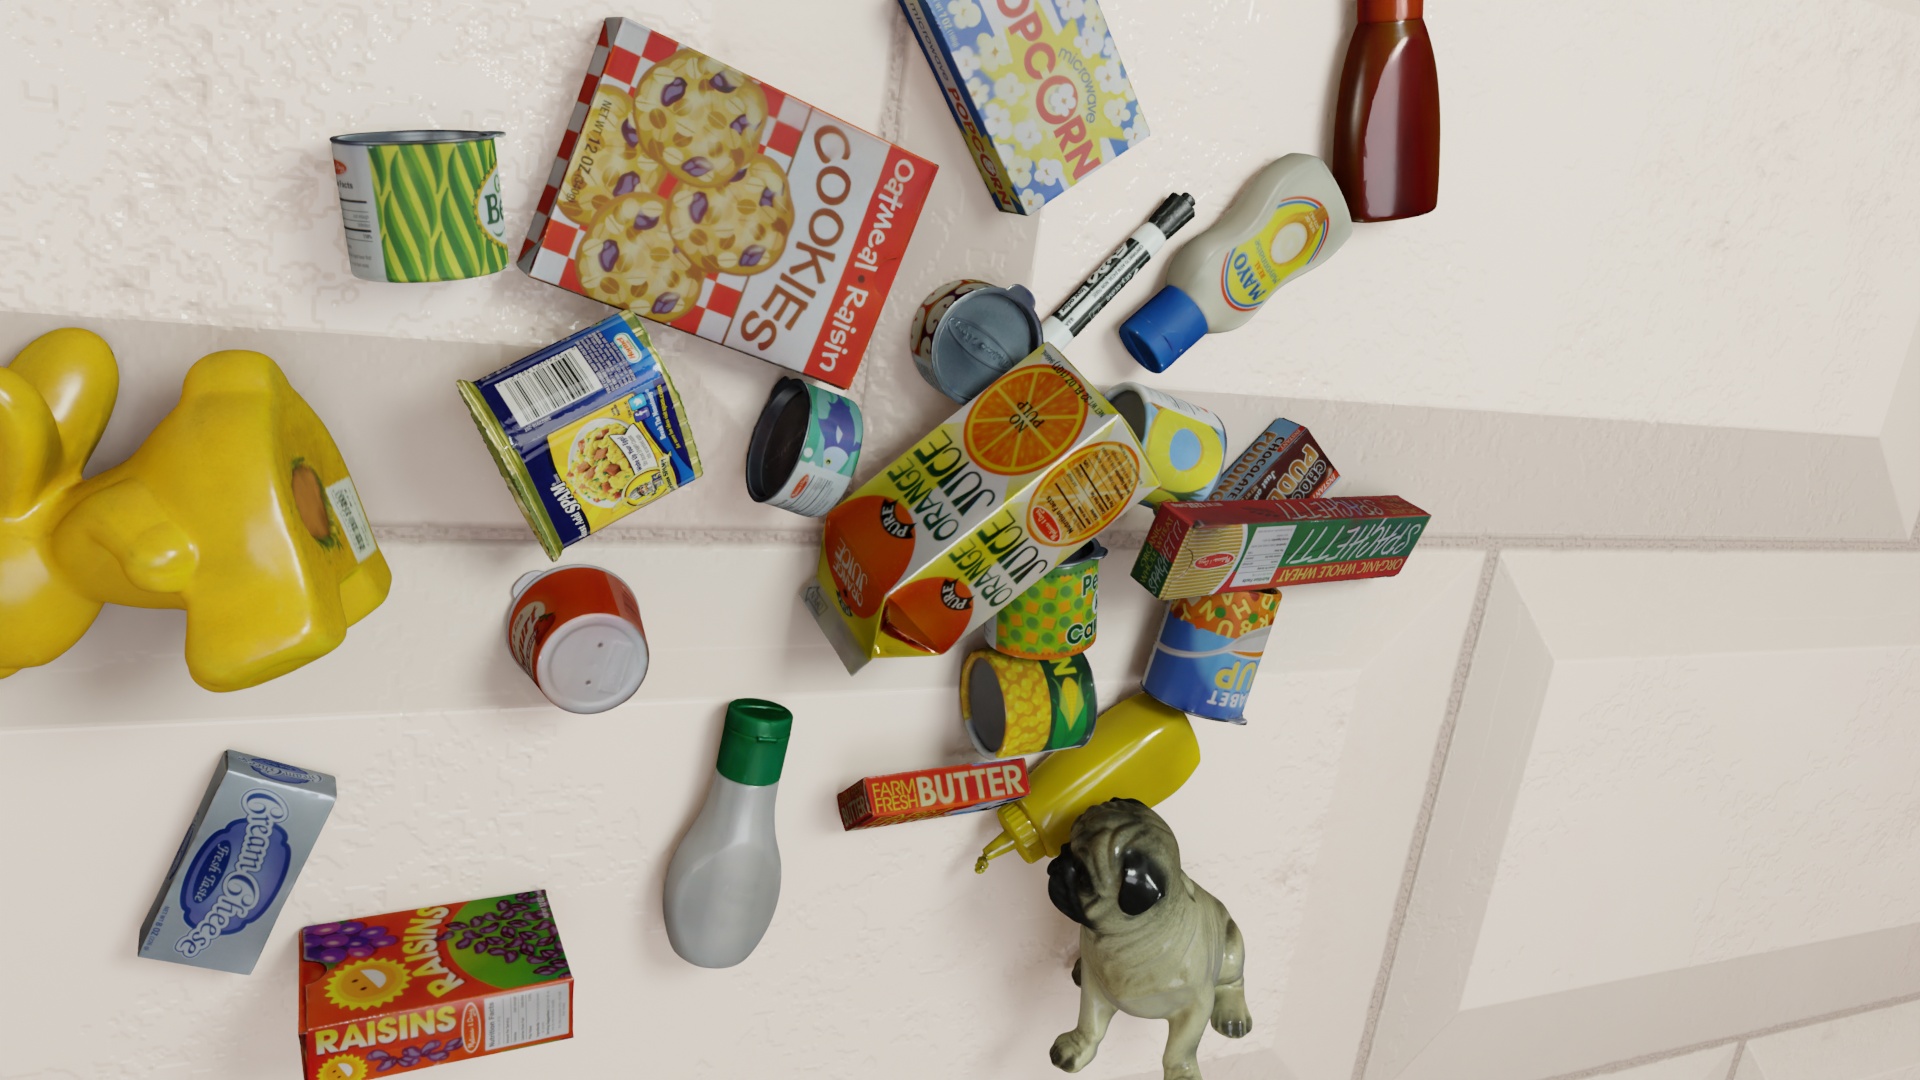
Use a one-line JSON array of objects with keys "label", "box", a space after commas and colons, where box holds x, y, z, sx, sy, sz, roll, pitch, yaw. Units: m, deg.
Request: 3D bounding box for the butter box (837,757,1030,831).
[{"label": "butter box", "box": [-0.016, 0.149, 0.815, 0.104, 0.053, 0.024, -3, 71, -25]}]

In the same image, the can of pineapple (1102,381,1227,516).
[{"label": "can of pineapple", "box": [0.109, -0.051, 0.798, 0.058, 0.071, 0.071, 17, 100, -29]}]

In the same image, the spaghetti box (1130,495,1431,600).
[{"label": "spaghetti box", "box": [0.201, 0.002, 0.842, 0.251, 0.029, 0.050, -3, 124, -42]}]

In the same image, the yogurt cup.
[{"label": "yogurt cup", "box": [-0.189, 0.052, 0.695, 0.072, 0.054, 0.072, -9, 112, -24]}]

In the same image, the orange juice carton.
[{"label": "orange juice carton", "box": [0.003, -0.009, 0.737, 0.193, 0.072, 0.073, -38, 141, 1]}]

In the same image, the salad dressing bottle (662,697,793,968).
[{"label": "salad dressing bottle", "box": [-0.125, 0.162, 0.772, 0.064, 0.044, 0.147, 8, 103, -26]}]

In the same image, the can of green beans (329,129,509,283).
[{"label": "can of green beans", "box": [-0.231, -0.145, 0.598, 0.071, 0.071, 0.057, -10, 112, -23]}]

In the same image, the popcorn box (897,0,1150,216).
[{"label": "popcorn box", "box": [0.034, -0.243, 0.710, 0.085, 0.038, 0.126, -36, 119, -12]}]

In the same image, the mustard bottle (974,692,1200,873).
[{"label": "mustard bottle", "box": [0.073, 0.157, 0.864, 0.160, 0.049, 0.065, -30, 124, -13]}]

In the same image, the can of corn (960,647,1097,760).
[{"label": "can of corn", "box": [0.039, 0.090, 0.814, 0.058, 0.071, 0.071, -5, 110, -24]}]

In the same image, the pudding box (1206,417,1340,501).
[{"label": "pudding box", "box": [0.191, -0.029, 0.867, 0.084, 0.030, 0.049, -45, 122, -5]}]

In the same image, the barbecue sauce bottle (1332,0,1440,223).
[{"label": "barbecue sauce bottle", "box": [0.248, -0.263, 0.806, 0.065, 0.044, 0.148, -14, 113, -22]}]

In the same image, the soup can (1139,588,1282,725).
[{"label": "soup can", "box": [0.158, 0.062, 0.859, 0.071, 0.071, 0.083, 10, 103, -29]}]

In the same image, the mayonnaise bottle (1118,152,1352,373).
[{"label": "mayonnaise bottle", "box": [0.157, -0.156, 0.799, 0.148, 0.041, 0.064, -42, 122, -8]}]

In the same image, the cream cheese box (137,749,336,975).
[{"label": "cream cheese box", "box": [-0.348, 0.156, 0.671, 0.053, 0.024, 0.103, 24, 96, -32]}]

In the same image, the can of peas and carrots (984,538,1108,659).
[{"label": "can of peas and carrots", "box": [0.049, 0.029, 0.795, 0.071, 0.071, 0.058, -9, 112, -23]}]

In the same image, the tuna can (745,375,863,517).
[{"label": "tuna can", "box": [-0.080, -0.048, 0.709, 0.033, 0.071, 0.071, 19, 99, -31]}]

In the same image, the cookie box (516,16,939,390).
[{"label": "cookie box", "box": [-0.109, -0.157, 0.669, 0.167, 0.040, 0.122, 18, 99, -30]}]

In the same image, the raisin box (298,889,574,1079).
[{"label": "raisin box", "box": [-0.265, 0.223, 0.699, 0.124, 0.086, 0.040, -4, 111, -25]}]

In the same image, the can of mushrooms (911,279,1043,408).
[{"label": "can of mushrooms", "box": [0.010, -0.108, 0.749, 0.071, 0.033, 0.070, -9, 111, -23]}]
